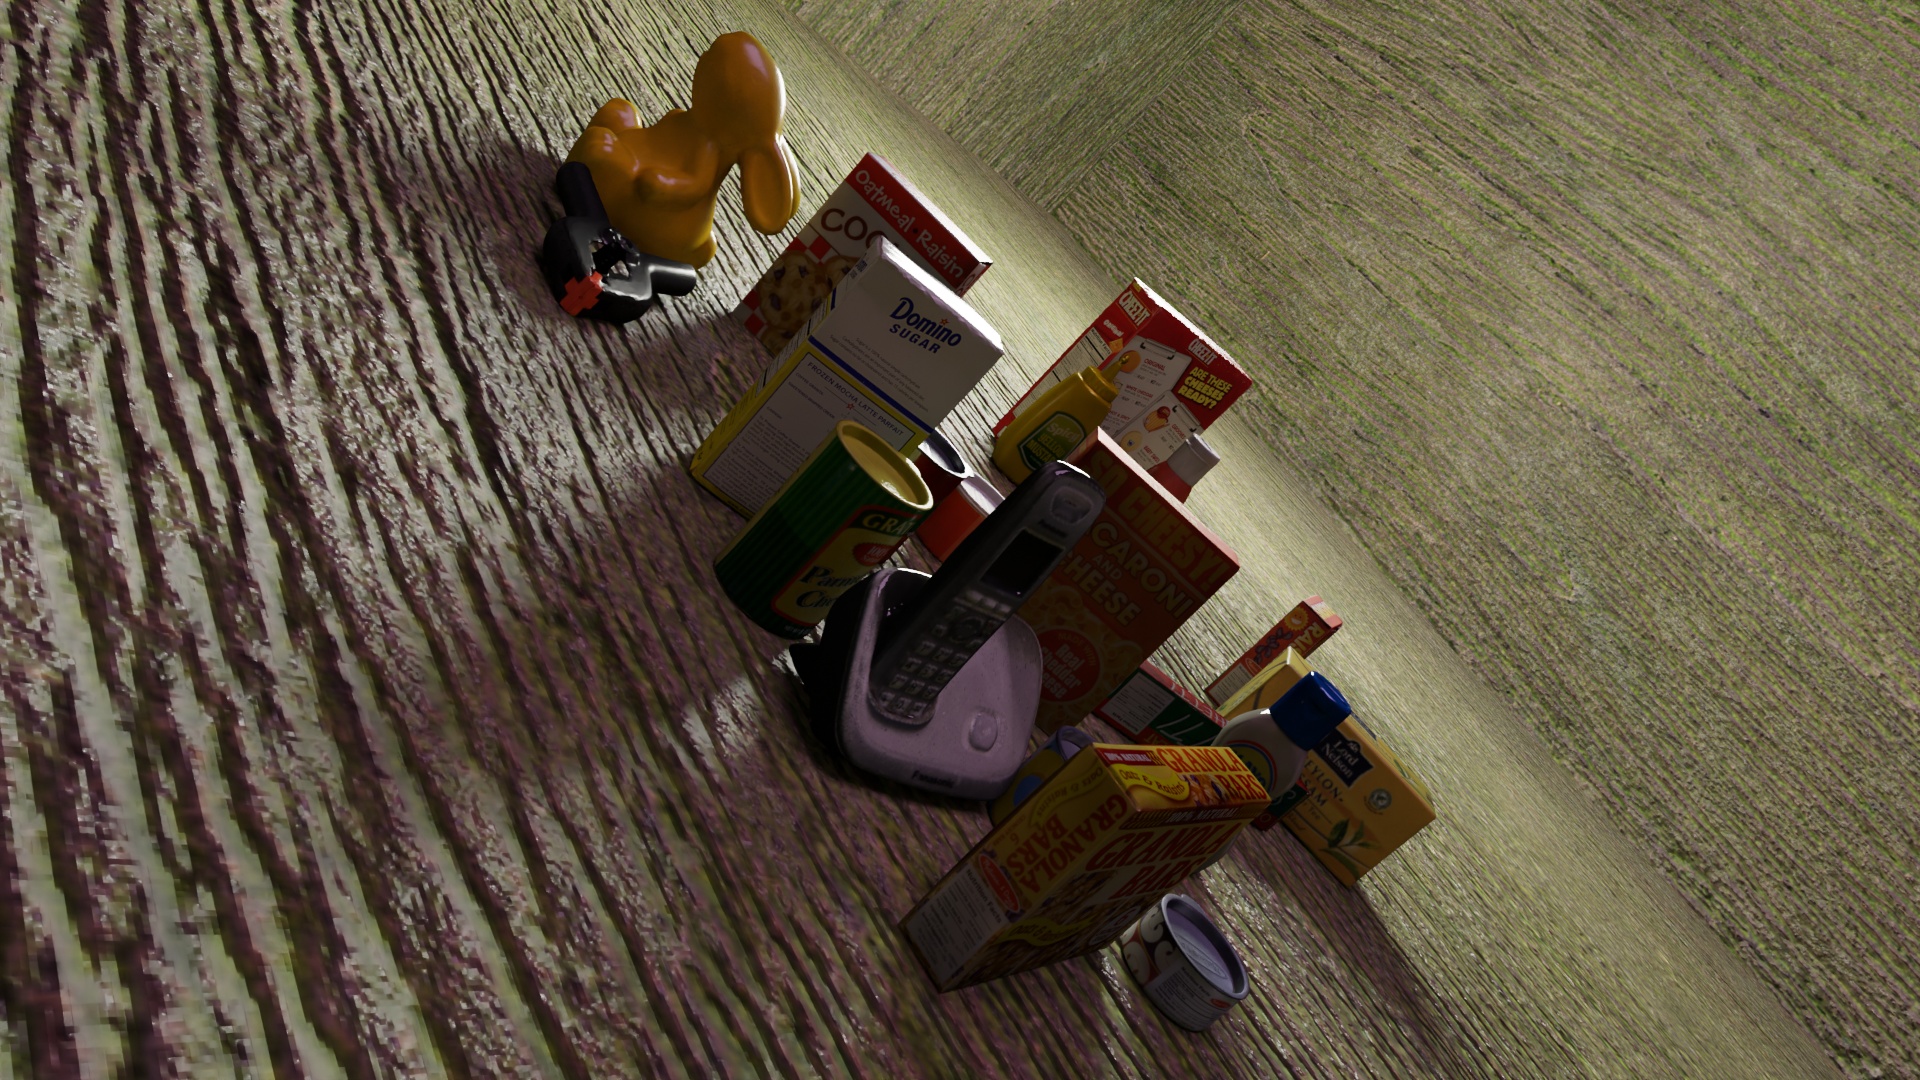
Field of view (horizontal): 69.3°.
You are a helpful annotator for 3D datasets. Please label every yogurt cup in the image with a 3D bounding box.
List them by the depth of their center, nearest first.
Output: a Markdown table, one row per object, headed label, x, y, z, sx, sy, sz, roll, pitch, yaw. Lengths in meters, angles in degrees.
| label | x | y | z | sx | sy | sz | roll | pitch | yaw |
| --- | --- | --- | --- | --- | --- | --- | --- | --- | --- |
| yogurt cup | 0.004 | -0.013 | 1.018 | 0.072 | 0.054 | 0.073 | 39 | 17 | -14 |

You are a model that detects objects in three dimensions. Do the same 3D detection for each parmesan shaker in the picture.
| label | x | y | z | sx | sy | sz | roll | pitch | yaw |
| --- | --- | --- | --- | --- | --- | --- | --- | --- | --- |
| parmesan shaker | -0.072 | -0.005 | 0.740 | 0.071 | 0.103 | 0.071 | 40 | 17 | -14 |

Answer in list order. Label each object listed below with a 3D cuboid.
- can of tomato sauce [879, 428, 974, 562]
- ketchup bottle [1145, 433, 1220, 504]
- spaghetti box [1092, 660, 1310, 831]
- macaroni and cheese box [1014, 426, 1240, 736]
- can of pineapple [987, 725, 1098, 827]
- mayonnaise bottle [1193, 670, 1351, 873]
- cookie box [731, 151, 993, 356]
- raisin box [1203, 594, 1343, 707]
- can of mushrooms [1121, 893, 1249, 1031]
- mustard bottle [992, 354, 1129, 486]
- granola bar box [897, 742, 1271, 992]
| label | x | y | z | sx | sy | sz | roll | pitch | yaw |
| --- | --- | --- | --- | --- | --- | --- | --- | --- | --- |
| can of tomato sauce | -0.045 | -0.035 | 0.911 | 0.071 | 0.083 | 0.071 | 40 | 17 | -14 |
| ketchup bottle | 0.183 | -0.038 | 1.329 | 0.043 | 0.148 | 0.065 | 35 | 18 | -28 |
| spaghetti box | 0.158 | 0.136 | 1.021 | 0.250 | 0.050 | 0.029 | 36 | 18 | -24 |
| macaroni and cheese box | 0.075 | 0.029 | 0.886 | 0.123 | 0.166 | 0.040 | 42 | 16 | -7 |
| can of pineapple | 0.058 | 0.145 | 0.756 | 0.071 | 0.057 | 0.071 | 39 | 17 | -14 |
| mayonnaise bottle | 0.183 | 0.145 | 0.890 | 0.065 | 0.147 | 0.041 | 47 | 16 | 10 |
| cookie box | -0.077 | -0.196 | 1.078 | 0.123 | 0.167 | 0.040 | 45 | 16 | 4 |
| raisin box | 0.287 | 0.106 | 1.266 | 0.040 | 0.123 | 0.086 | 49 | 17 | 15 |
| can of mushrooms | 0.121 | 0.226 | 0.749 | 0.071 | 0.033 | 0.071 | 39 | 17 | -14 |
| mustard bottle | 0.101 | -0.118 | 1.310 | 0.065 | 0.160 | 0.049 | 37 | 17 | -22 |
| granola bar box | 0.063 | 0.148 | 0.648 | 0.039 | 0.124 | 0.165 | 52 | 18 | 26 |
